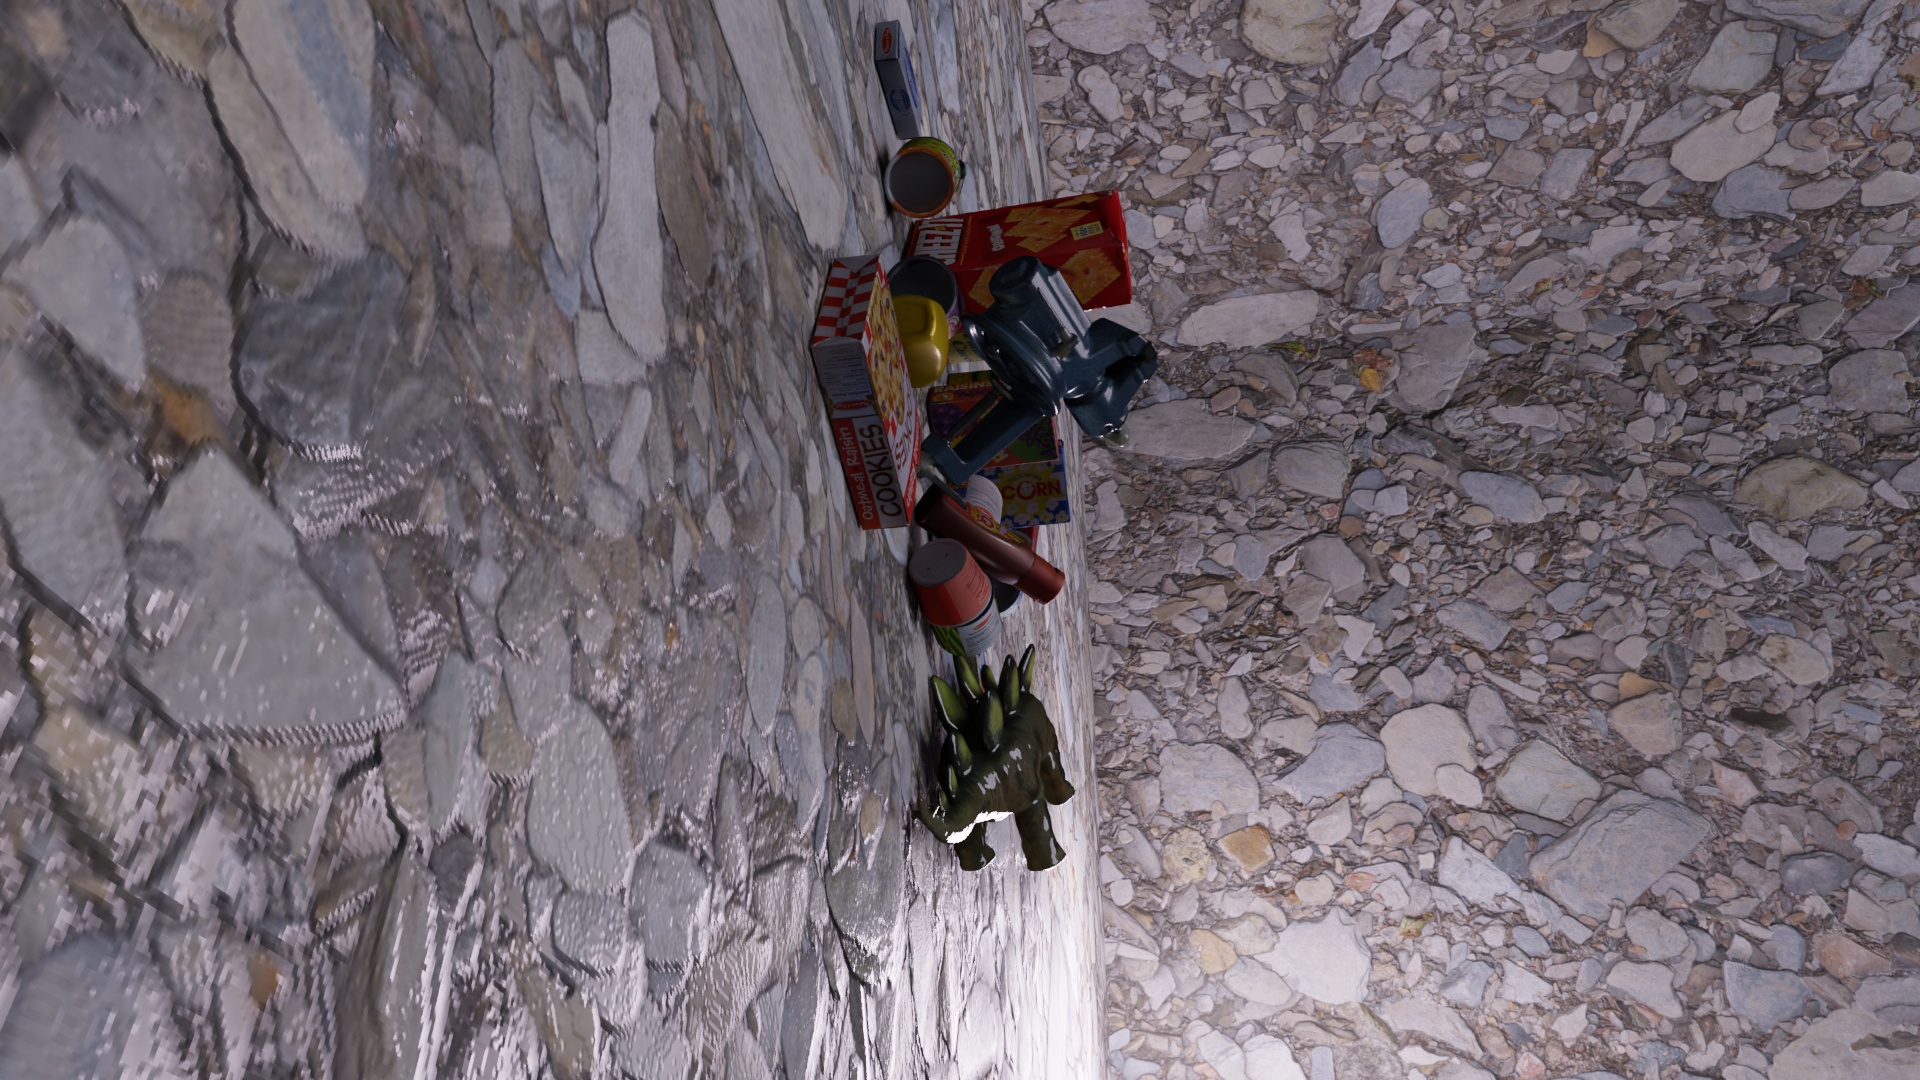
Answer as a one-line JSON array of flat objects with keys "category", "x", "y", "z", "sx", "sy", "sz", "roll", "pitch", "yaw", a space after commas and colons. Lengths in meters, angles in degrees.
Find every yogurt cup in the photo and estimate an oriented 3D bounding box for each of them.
[{"category": "yogurt cup", "x": -0.012, "y": 0.035, "z": 1.224, "sx": 0.053, "sy": 0.072, "sz": 0.073, "roll": 64, "pitch": 20, "yaw": -44}]

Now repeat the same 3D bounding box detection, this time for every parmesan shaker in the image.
[{"category": "parmesan shaker", "x": 0.024, "y": -0.223, "z": 1.479, "sx": 0.071, "sy": 0.103, "sz": 0.071, "roll": -8, "pitch": 92, "yaw": -81}]

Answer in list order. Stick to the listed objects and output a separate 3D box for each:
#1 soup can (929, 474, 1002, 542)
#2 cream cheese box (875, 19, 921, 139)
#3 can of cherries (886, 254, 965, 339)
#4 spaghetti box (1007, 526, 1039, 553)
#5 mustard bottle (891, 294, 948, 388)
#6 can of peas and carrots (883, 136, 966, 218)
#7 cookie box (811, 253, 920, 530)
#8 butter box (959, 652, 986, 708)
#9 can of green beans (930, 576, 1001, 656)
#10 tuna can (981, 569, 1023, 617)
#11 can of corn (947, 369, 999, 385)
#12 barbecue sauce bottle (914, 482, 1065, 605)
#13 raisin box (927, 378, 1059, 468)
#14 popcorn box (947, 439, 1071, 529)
[{"category": "soup can", "x": 0.005, "y": -0.017, "z": 1.366, "sx": 0.084, "sy": 0.071, "sz": 0.071, "roll": -81, "pitch": 163, "yaw": -61}, {"category": "cream cheese box", "x": -0.058, "y": -0.441, "z": 1.332, "sx": 0.103, "sy": 0.024, "sz": 0.053, "roll": 70, "pitch": 18, "yaw": -59}, {"category": "can of cherries", "x": -0.031, "y": -0.209, "z": 1.231, "sx": 0.058, "sy": 0.071, "sz": 0.071, "roll": 49, "pitch": 37, "yaw": -78}, {"category": "spaghetti box", "x": 0.069, "y": -0.081, "z": 1.540, "sx": 0.029, "sy": 0.050, "sz": 0.249, "roll": -15, "pitch": 112, "yaw": -74}, {"category": "mustard bottle", "x": -0.041, "y": -0.161, "z": 1.170, "sx": 0.160, "sy": 0.065, "sz": 0.049, "roll": 77, "pitch": 14, "yaw": -80}, {"category": "can of peas and carrots", "x": -0.032, "y": -0.336, "z": 1.285, "sx": 0.059, "sy": 0.071, "sz": 0.070, "roll": -76, "pitch": 159, "yaw": -64}, {"category": "cookie box", "x": -0.065, "y": -0.109, "z": 1.034, "sx": 0.123, "sy": 0.040, "sz": 0.166, "roll": -85, "pitch": 167, "yaw": -50}, {"category": "butter box", "x": 0.015, "y": 0.150, "z": 1.452, "sx": 0.053, "sy": 0.024, "sz": 0.103, "roll": -61, "pitch": 144, "yaw": -74}, {"category": "can of green beans", "x": 0.002, "y": 0.066, "z": 1.285, "sx": 0.057, "sy": 0.071, "sz": 0.071, "roll": 74, "pitch": 14, "yaw": -55}, {"category": "tuna can", "x": 0.035, "y": 0.053, "z": 1.506, "sx": 0.032, "sy": 0.071, "sz": 0.071, "roll": 56, "pitch": 30, "yaw": -74}, {"category": "can of corn", "x": 0.019, "y": -0.157, "z": 1.556, "sx": 0.071, "sy": 0.058, "sz": 0.071, "roll": -7, "pitch": 92, "yaw": -81}, {"category": "barbecue sauce bottle", "x": 0.028, "y": 0.005, "z": 1.270, "sx": 0.148, "sy": 0.043, "sz": 0.065, "roll": 35, "pitch": 11, "yaw": -15}, {"category": "raisin box", "x": 0.034, "y": -0.118, "z": 1.414, "sx": 0.040, "sy": 0.123, "sz": 0.085, "roll": -86, "pitch": 168, "yaw": -55}, {"category": "popcorn box", "x": 0.052, "y": -0.058, "z": 1.487, "sx": 0.038, "sy": 0.127, "sz": 0.085, "roll": -81, "pitch": 164, "yaw": -69}]
